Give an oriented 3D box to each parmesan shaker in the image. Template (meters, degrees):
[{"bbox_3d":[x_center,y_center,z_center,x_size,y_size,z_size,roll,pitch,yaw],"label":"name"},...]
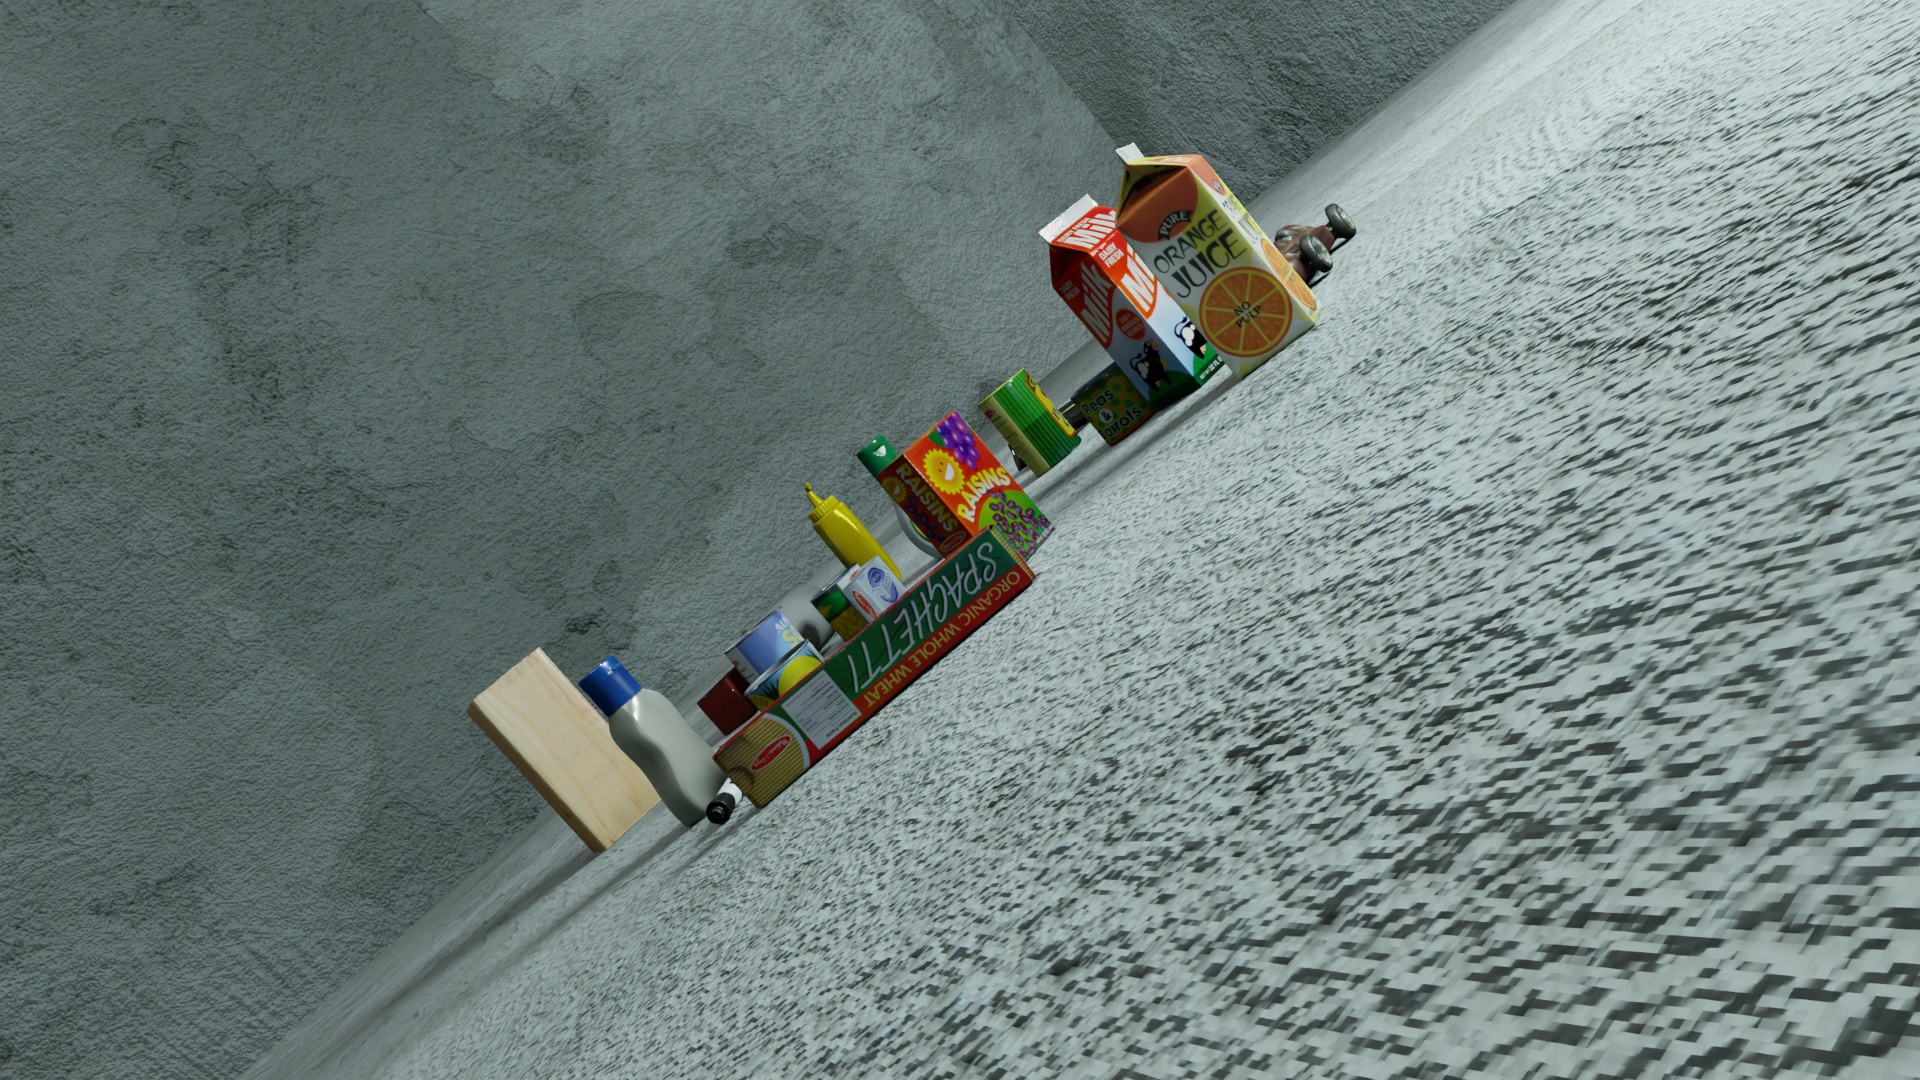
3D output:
[{"bbox_3d":[0.076,-0.129,1.520,0.071,0.103,0.071,-40,5,4],"label":"parmesan shaker"}]

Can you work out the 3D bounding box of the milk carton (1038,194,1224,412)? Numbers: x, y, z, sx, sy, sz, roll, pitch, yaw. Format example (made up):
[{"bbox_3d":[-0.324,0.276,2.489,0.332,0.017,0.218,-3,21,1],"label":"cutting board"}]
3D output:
[{"bbox_3d":[0.152,-0.215,1.221,0.072,0.190,0.073,-43,5,-28],"label":"milk carton"}]

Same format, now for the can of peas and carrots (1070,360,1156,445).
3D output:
[{"bbox_3d":[0.144,-0.128,1.280,0.071,0.058,0.071,-40,5,4],"label":"can of peas and carrots"}]

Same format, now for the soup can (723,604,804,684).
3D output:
[{"bbox_3d":[-0.169,0.114,1.311,0.071,0.083,0.071,-40,5,4],"label":"soup can"}]

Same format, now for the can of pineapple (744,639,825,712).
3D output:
[{"bbox_3d":[-0.129,0.122,1.102,0.071,0.058,0.071,-40,5,4],"label":"can of pineapple"}]

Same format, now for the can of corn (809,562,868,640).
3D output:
[{"bbox_3d":[-0.120,0.068,1.501,0.071,0.058,0.071,-40,5,4],"label":"can of corn"}]

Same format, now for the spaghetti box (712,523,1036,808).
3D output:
[{"bbox_3d":[-0.058,0.085,0.951,0.250,0.050,0.029,-40,5,2],"label":"spaghetti box"}]

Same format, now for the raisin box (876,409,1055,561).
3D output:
[{"bbox_3d":[0.005,-0.029,1.060,0.040,0.123,0.086,-36,6,41],"label":"raisin box"}]

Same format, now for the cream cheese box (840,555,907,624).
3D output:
[{"bbox_3d":[-0.086,0.053,1.409,0.024,0.053,0.104,-39,5,15],"label":"cream cheese box"}]

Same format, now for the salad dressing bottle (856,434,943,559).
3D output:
[{"bbox_3d":[-0.054,-0.048,1.516,0.064,0.147,0.044,-42,5,-18],"label":"salad dressing bottle"}]

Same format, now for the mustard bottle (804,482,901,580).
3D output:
[{"bbox_3d":[-0.136,-0.004,1.652,0.049,0.160,0.065,-41,5,-5],"label":"mustard bottle"}]

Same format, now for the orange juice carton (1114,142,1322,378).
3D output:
[{"bbox_3d":[0.185,-0.224,1.055,0.072,0.192,0.072,-38,5,27],"label":"orange juice carton"}]

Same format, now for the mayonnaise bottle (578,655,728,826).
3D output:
[{"bbox_3d":[-0.250,0.160,1.135,0.041,0.148,0.065,-38,5,26],"label":"mayonnaise bottle"}]
